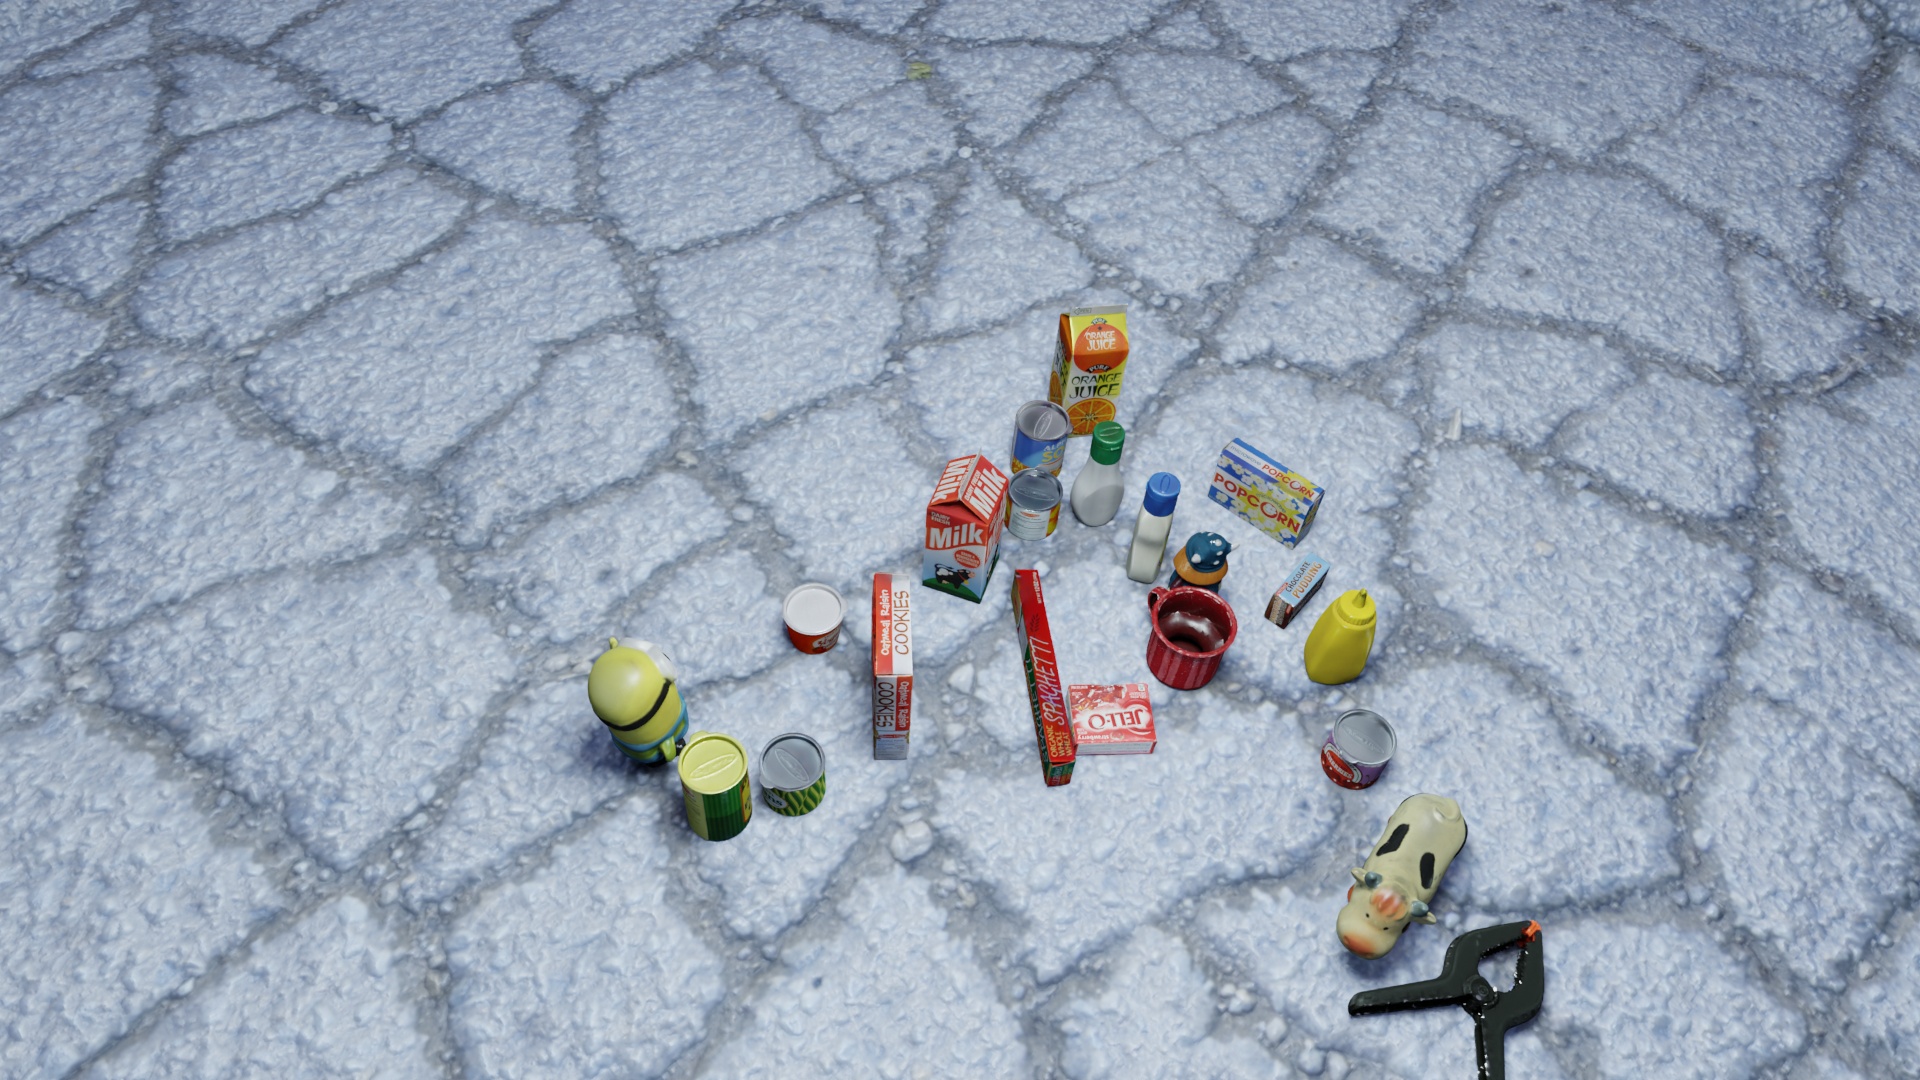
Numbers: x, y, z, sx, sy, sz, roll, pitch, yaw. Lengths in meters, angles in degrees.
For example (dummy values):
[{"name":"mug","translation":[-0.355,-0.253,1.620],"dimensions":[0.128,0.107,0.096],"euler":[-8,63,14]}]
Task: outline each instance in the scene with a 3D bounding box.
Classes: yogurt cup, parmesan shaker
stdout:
[{"name":"yogurt cup","translation":[-0.161,0.088,1.525],"dimensions":[0.072,0.053,0.073],"euler":[2,52,-3]},{"name":"parmesan shaker","translation":[-0.241,0.241,1.367],"dimensions":[0.071,0.102,0.072],"euler":[2,52,-3]}]

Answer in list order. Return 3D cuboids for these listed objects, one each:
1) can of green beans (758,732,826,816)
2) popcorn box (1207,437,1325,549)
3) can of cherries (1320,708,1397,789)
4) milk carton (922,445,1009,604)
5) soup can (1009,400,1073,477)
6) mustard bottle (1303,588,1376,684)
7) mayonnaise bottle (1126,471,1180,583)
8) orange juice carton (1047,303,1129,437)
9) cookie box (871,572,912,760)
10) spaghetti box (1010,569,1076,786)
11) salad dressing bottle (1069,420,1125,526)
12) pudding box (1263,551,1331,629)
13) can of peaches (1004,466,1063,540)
[{"name":"can of green beans","translation":[-0.169,0.237,1.405],"dimensions":[0.071,0.057,0.071],"euler":[2,52,-3]},{"name":"popcorn box","translation":[0.364,-0.057,1.662],"dimensions":[0.127,0.084,0.038],"euler":[35,57,21]},{"name":"can of cherries","translation":[0.417,0.222,1.464],"dimensions":[0.071,0.058,0.072],"euler":[2,52,-3]},{"name":"milk carton","translation":[0.005,-0.019,1.537],"dimensions":[0.073,0.189,0.073],"euler":[18,53,9]},{"name":"soup can","translation":[0.098,-0.117,1.689],"dimensions":[0.071,0.083,0.072],"euler":[2,52,-3]},{"name":"mustard bottle","translation":[0.416,0.097,1.498],"dimensions":[0.065,0.159,0.049],"euler":[2,52,-3]},{"name":"mayonnaise bottle","translation":[0.220,-0.017,1.579],"dimensions":[0.041,0.147,0.065],"euler":[15,52,7]},{"name":"orange juice carton","translation":[0.158,-0.217,1.704],"dimensions":[0.072,0.191,0.073],"euler":[-6,53,-9]},{"name":"cookie box","translation":[-0.072,0.131,1.427],"dimensions":[0.040,0.166,0.123],"euler":[0,52,-5]},{"name":"spaghetti box","translation":[0.088,0.145,1.503],"dimensions":[0.029,0.050,0.251],"euler":[-4,52,-7]},{"name":"salad dressing bottle","translation":[0.165,-0.078,1.623],"dimensions":[0.064,0.146,0.044],"euler":[-14,54,-15]},{"name":"pudding box","translation":[0.387,0.057,1.597],"dimensions":[0.030,0.049,0.084],"euler":[35,57,21]},{"name":"can of peaches","translation":[0.086,-0.044,1.647],"dimensions":[0.071,0.057,0.071],"euler":[2,52,-3]}]
